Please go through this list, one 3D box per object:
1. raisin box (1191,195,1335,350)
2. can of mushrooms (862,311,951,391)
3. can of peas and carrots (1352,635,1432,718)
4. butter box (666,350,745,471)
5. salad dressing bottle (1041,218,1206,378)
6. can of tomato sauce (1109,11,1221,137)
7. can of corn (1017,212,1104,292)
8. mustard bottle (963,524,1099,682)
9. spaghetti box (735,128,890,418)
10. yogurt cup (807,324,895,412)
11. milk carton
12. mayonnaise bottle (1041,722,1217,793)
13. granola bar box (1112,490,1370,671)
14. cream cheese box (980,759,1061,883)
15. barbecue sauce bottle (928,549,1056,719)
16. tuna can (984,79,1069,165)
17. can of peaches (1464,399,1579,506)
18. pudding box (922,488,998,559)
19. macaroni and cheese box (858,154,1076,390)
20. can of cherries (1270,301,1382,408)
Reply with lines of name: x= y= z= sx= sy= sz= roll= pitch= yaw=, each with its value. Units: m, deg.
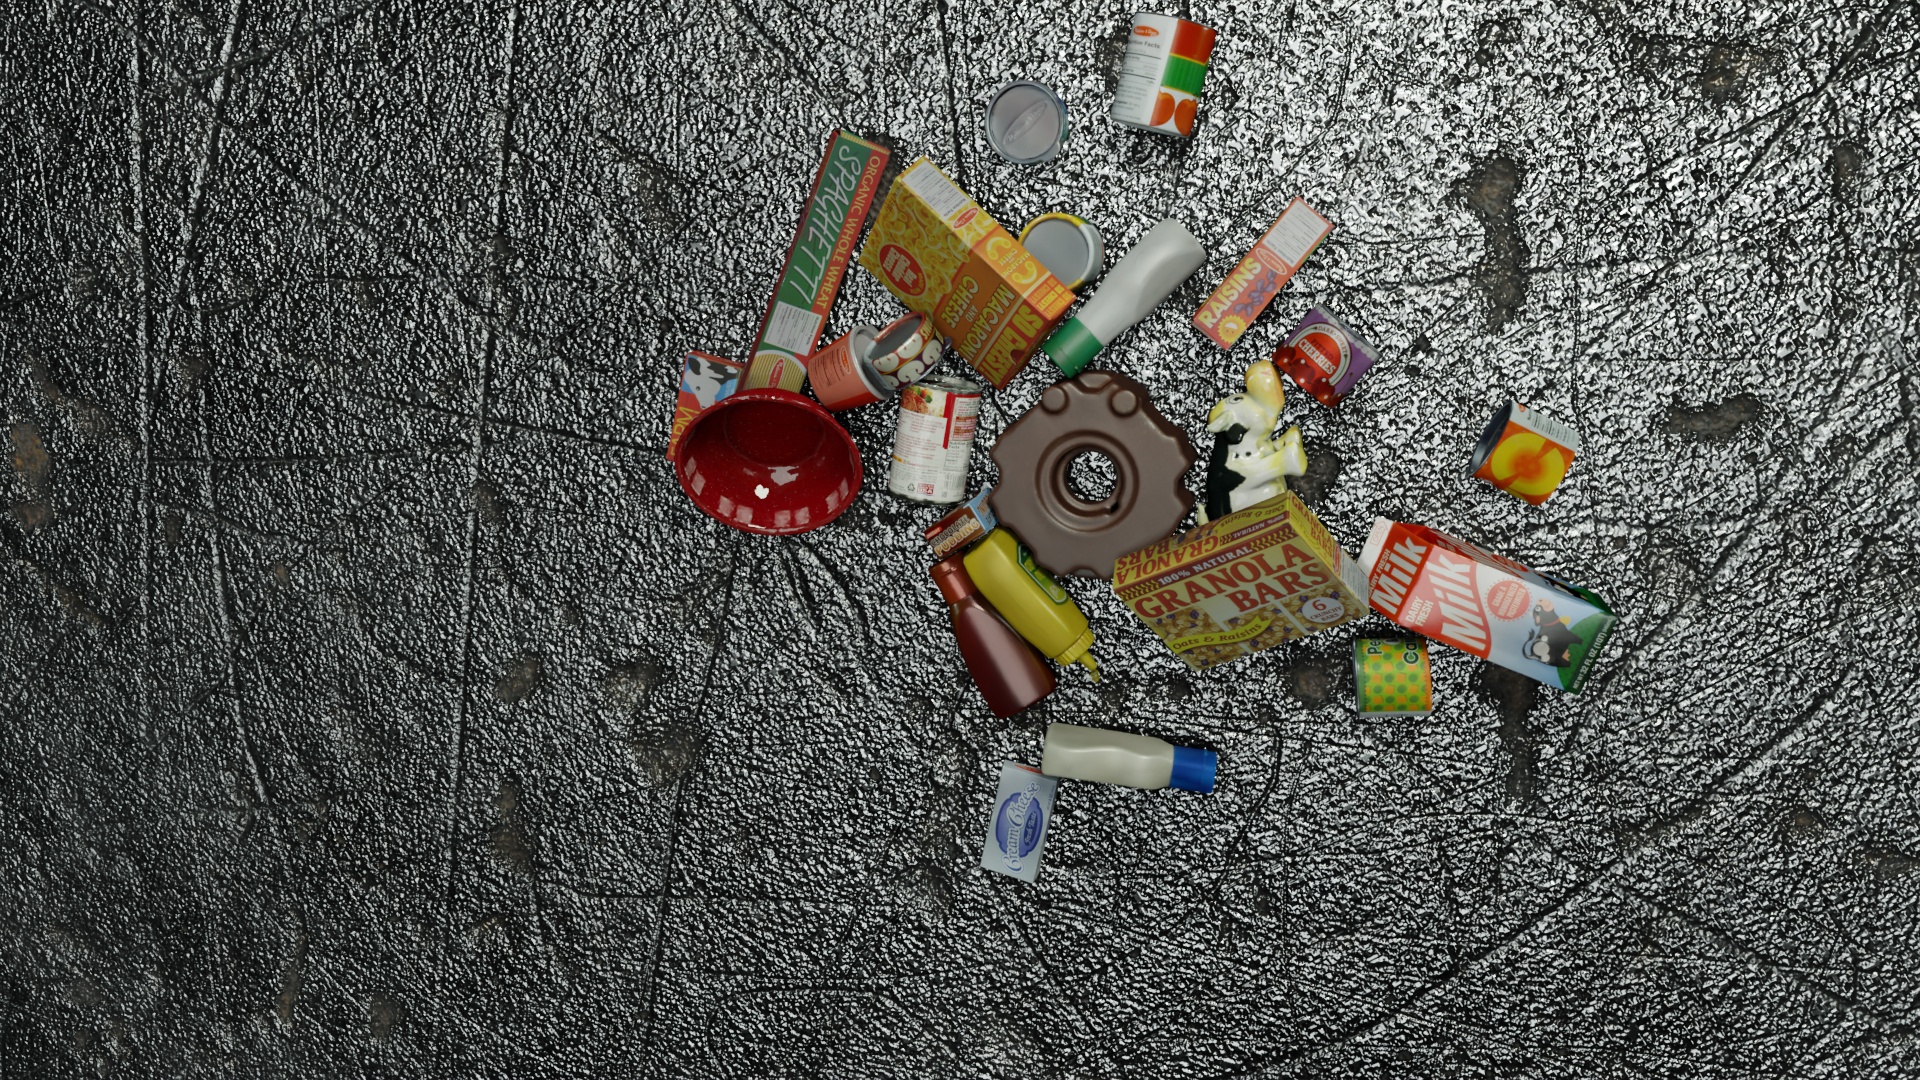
raisin box: x=0.237 y=-0.210 z=1.093 sx=0.040 sy=0.086 sz=0.123 roll=40 pitch=107 yaw=1
can of mushrooms: x=-0.045 y=-0.160 z=1.158 sx=0.071 sy=0.071 sz=0.033 roll=-30 pitch=118 yaw=17
can of peas and carrots: x=0.353 y=0.110 z=1.141 sx=0.059 sy=0.071 sz=0.070 roll=-3 pitch=101 yaw=13
butter box: x=-0.229 y=-0.115 z=1.255 sx=0.053 sy=0.024 sz=0.103 roll=17 pitch=105 yaw=9
salad dressing bottle: x=0.130 y=-0.194 z=1.124 sx=0.147 sy=0.064 sz=0.044 roll=-43 pitch=68 yaw=6
can of tomato sauce: x=0.160 y=-0.365 z=1.091 sx=0.071 sy=0.071 sz=0.082 roll=16 pitch=105 yaw=10
can of corn: x=0.079 y=-0.235 z=1.139 sx=0.071 sy=0.058 sz=0.071 roll=3 pitch=102 yaw=13
mustard bottle: x=0.070 y=0.059 z=1.202 sx=0.048 sy=0.065 sz=0.160 roll=-40 pitch=96 yaw=23
spaghetti box: x=-0.128 y=-0.228 z=1.196 sx=0.050 sy=0.029 sz=0.249 roll=17 pitch=107 yaw=-22
yogurt cup: x=-0.095 y=-0.145 z=1.198 sx=0.054 sy=0.072 sz=0.072 roll=-20 pitch=96 yaw=25
milk carton: x=0.411 y=0.047 z=1.110 sx=0.191 sy=0.073 sz=0.072 roll=22 pitch=106 yaw=9
mayonnaise bottle: x=0.147 y=0.192 z=1.211 sx=0.148 sy=0.065 sz=0.041 roll=8 pitch=103 yaw=8
granola bar box: x=0.225 y=0.037 z=1.118 sx=0.165 sy=0.039 sz=0.124 roll=-24 pitch=127 yaw=35
cream cheese box: x=0.054 y=0.255 z=1.264 sx=0.053 sy=0.024 sz=0.103 roll=14 pitch=104 yaw=12
barbecue sauce bottle: x=0.023 y=0.080 z=1.226 sx=0.064 sy=0.044 sz=0.148 roll=-29 pitch=93 yaw=18
tuna can: x=0.056 y=-0.339 z=1.137 sx=0.071 sy=0.033 sz=0.071 roll=3 pitch=102 yaw=13
can of peaches: x=0.439 y=-0.066 z=1.085 sx=0.058 sy=0.071 sz=0.071 roll=27 pitch=106 yaw=6
pudding box: x=0.004 y=-0.015 z=1.189 sx=0.049 sy=0.084 sz=0.030 roll=-30 pitch=94 yaw=18
macaroni and cheese box: x=0.001 y=-0.214 z=1.135 sx=0.166 sy=0.040 sz=0.123 roll=43 pitch=152 yaw=2
can of cherries: x=0.289 y=-0.147 z=1.101 sx=0.071 sy=0.072 sz=0.058 roll=41 pitch=108 yaw=2
